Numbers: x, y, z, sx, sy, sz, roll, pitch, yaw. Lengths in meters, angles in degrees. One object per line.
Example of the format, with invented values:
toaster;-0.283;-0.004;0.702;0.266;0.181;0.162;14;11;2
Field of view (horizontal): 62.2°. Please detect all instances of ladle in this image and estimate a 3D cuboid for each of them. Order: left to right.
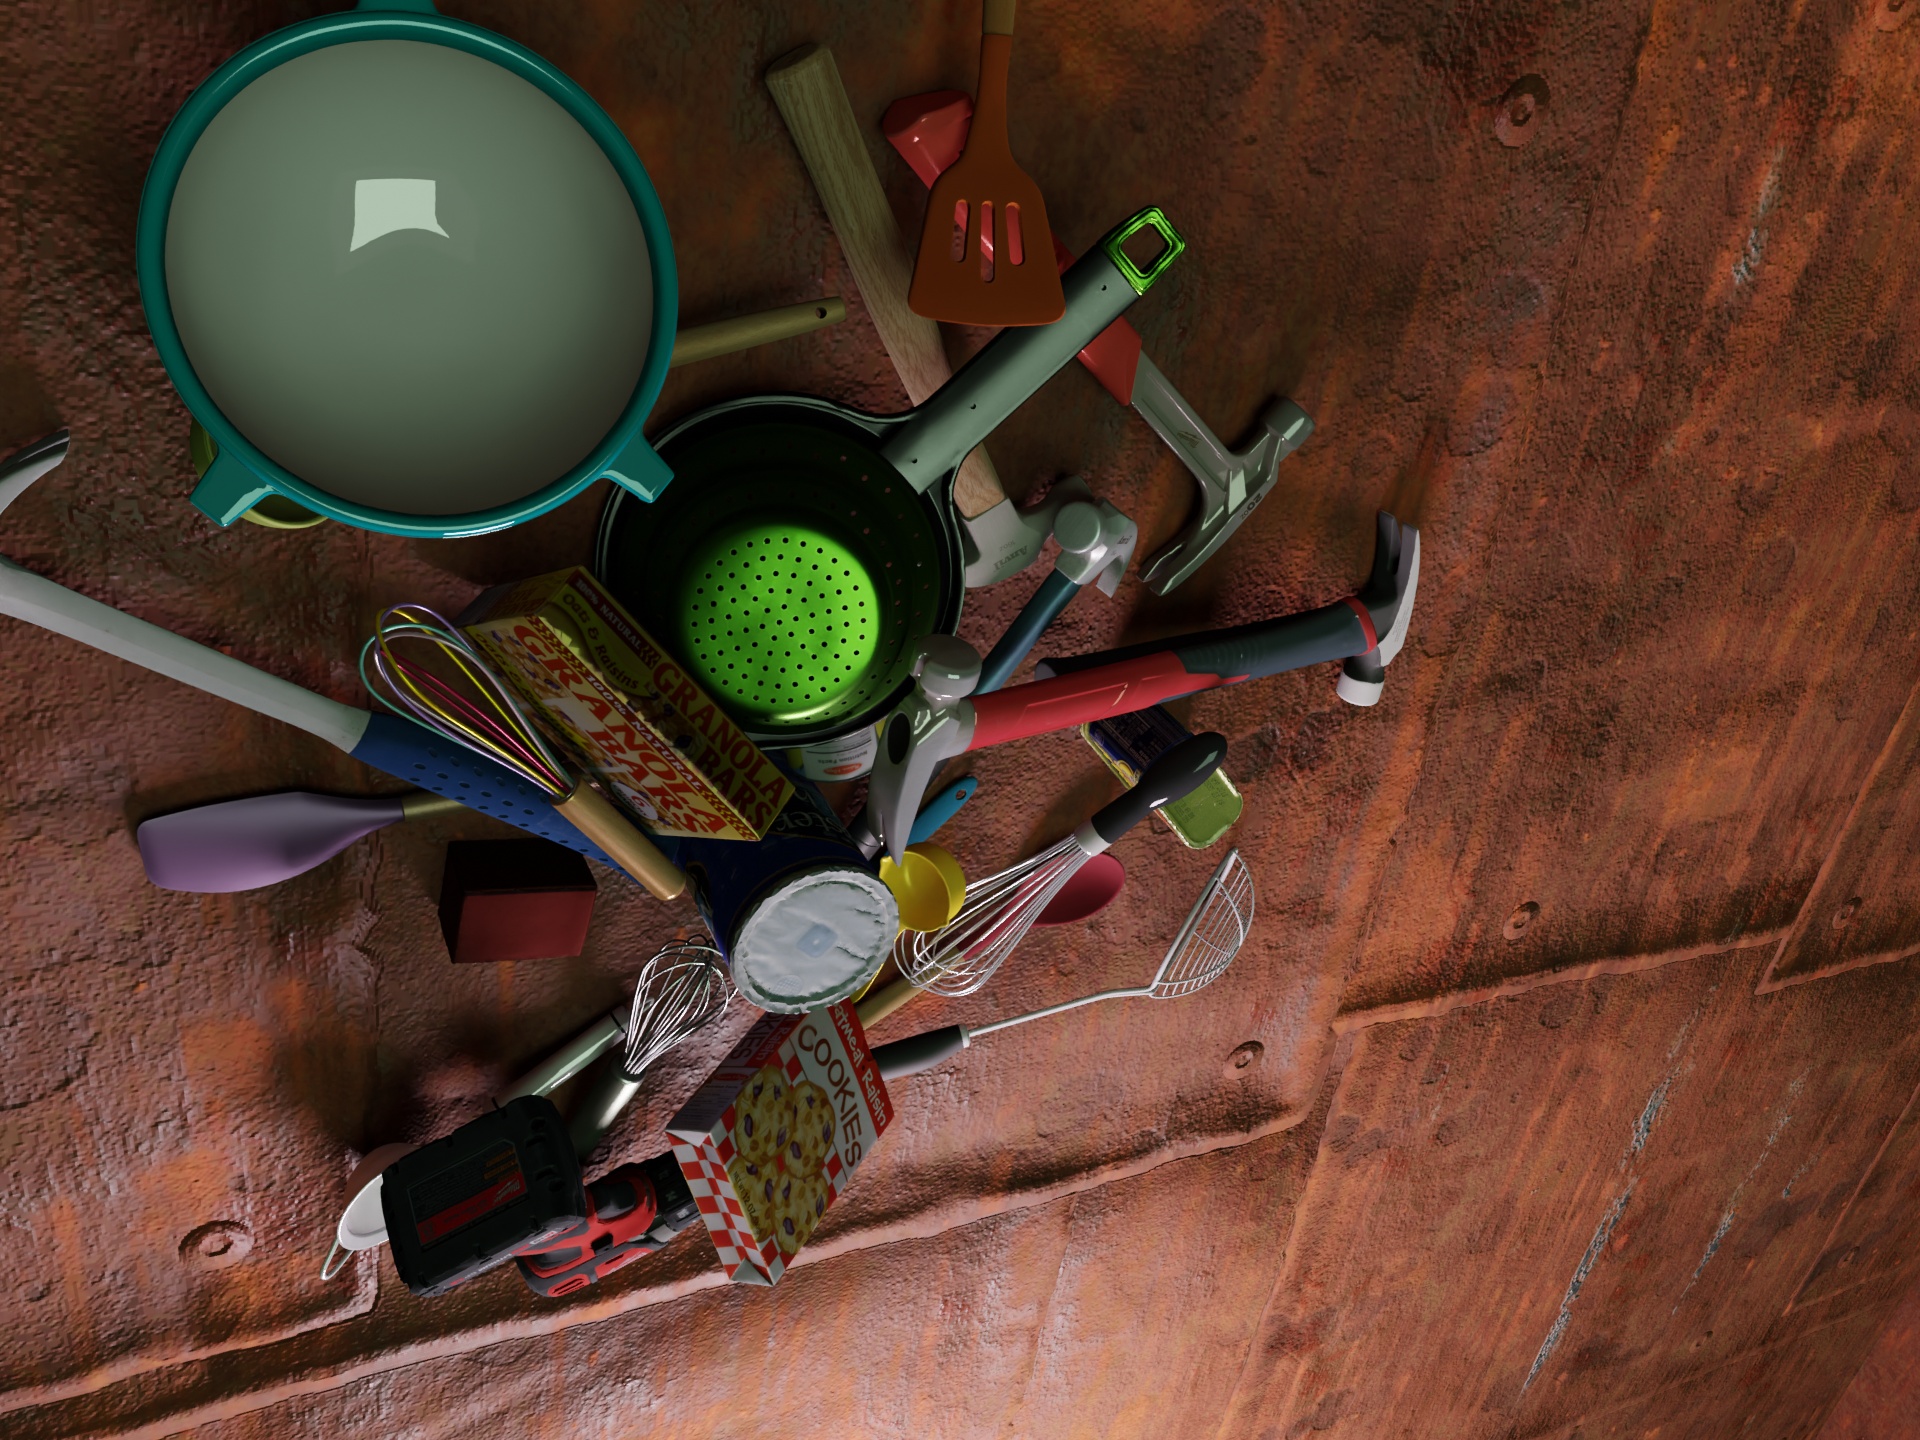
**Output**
ladle;-0.204;-0.165;0.772;0.320;0.062;0.078;-18;105;-15
ladle;-0.021;0.182;1.141;0.315;0.031;0.069;-32;127;-5

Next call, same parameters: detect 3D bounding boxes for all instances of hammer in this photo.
hammer;-0.319;-0.003;0.824;0.405;0.035;0.144;28;102;-36
hammer;-0.027;-0.207;0.877;0.130;0.031;0.331;-33;130;-8
hammer;-0.002;-0.003;0.996;0.331;0.033;0.128;-52;167;18
hammer;0.072;-0.219;0.924;0.149;0.037;0.358;-48;131;6
hammer;0.114;-0.013;0.975;0.386;0.038;0.143;-13;135;-36
hammer;0.186;-0.054;1.065;0.334;0.035;0.146;-12;126;-35

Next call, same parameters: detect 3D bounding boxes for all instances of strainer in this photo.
strainer;-0.240;-0.248;0.682;0.211;0.095;0.340;-7;97;-21
strainer;-0.305;0.255;1.018;0.258;0.050;0.086;-35;153;-13

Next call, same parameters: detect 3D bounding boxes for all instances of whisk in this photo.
whisk;-0.225;0.027;0.842;0.051;0.047;0.244;-47;130;-11
whisk;-0.207;0.216;1.010;0.059;0.058;0.246;22;128;-20
whisk;0.063;0.094;1.049;0.284;0.070;0.070;-40;134;23

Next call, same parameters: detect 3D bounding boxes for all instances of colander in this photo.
colander;-0.035;-0.118;0.828;0.397;0.095;0.204;-41;109;9

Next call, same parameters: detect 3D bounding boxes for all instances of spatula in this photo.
spatula;-0.290;0.047;0.902;0.316;0.018;0.059;-12;126;-22
spatula;0.021;-0.357;0.765;0.081;0.041;0.322;1;109;-8

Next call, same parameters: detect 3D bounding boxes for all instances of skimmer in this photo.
skimmer;0.052;0.188;1.179;0.363;0.090;0.127;-16;156;-7

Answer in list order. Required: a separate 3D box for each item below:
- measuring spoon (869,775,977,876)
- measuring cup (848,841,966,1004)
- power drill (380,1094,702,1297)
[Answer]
measuring spoon;-0.033;0.087;1.073;0.128;0.021;0.042;-44;131;5
measuring cup;-0.044;0.139;1.066;0.029;0.062;0.156;-30;158;-49
power drill;-0.234;0.301;1.011;0.188;0.080;0.226;-28;154;5
